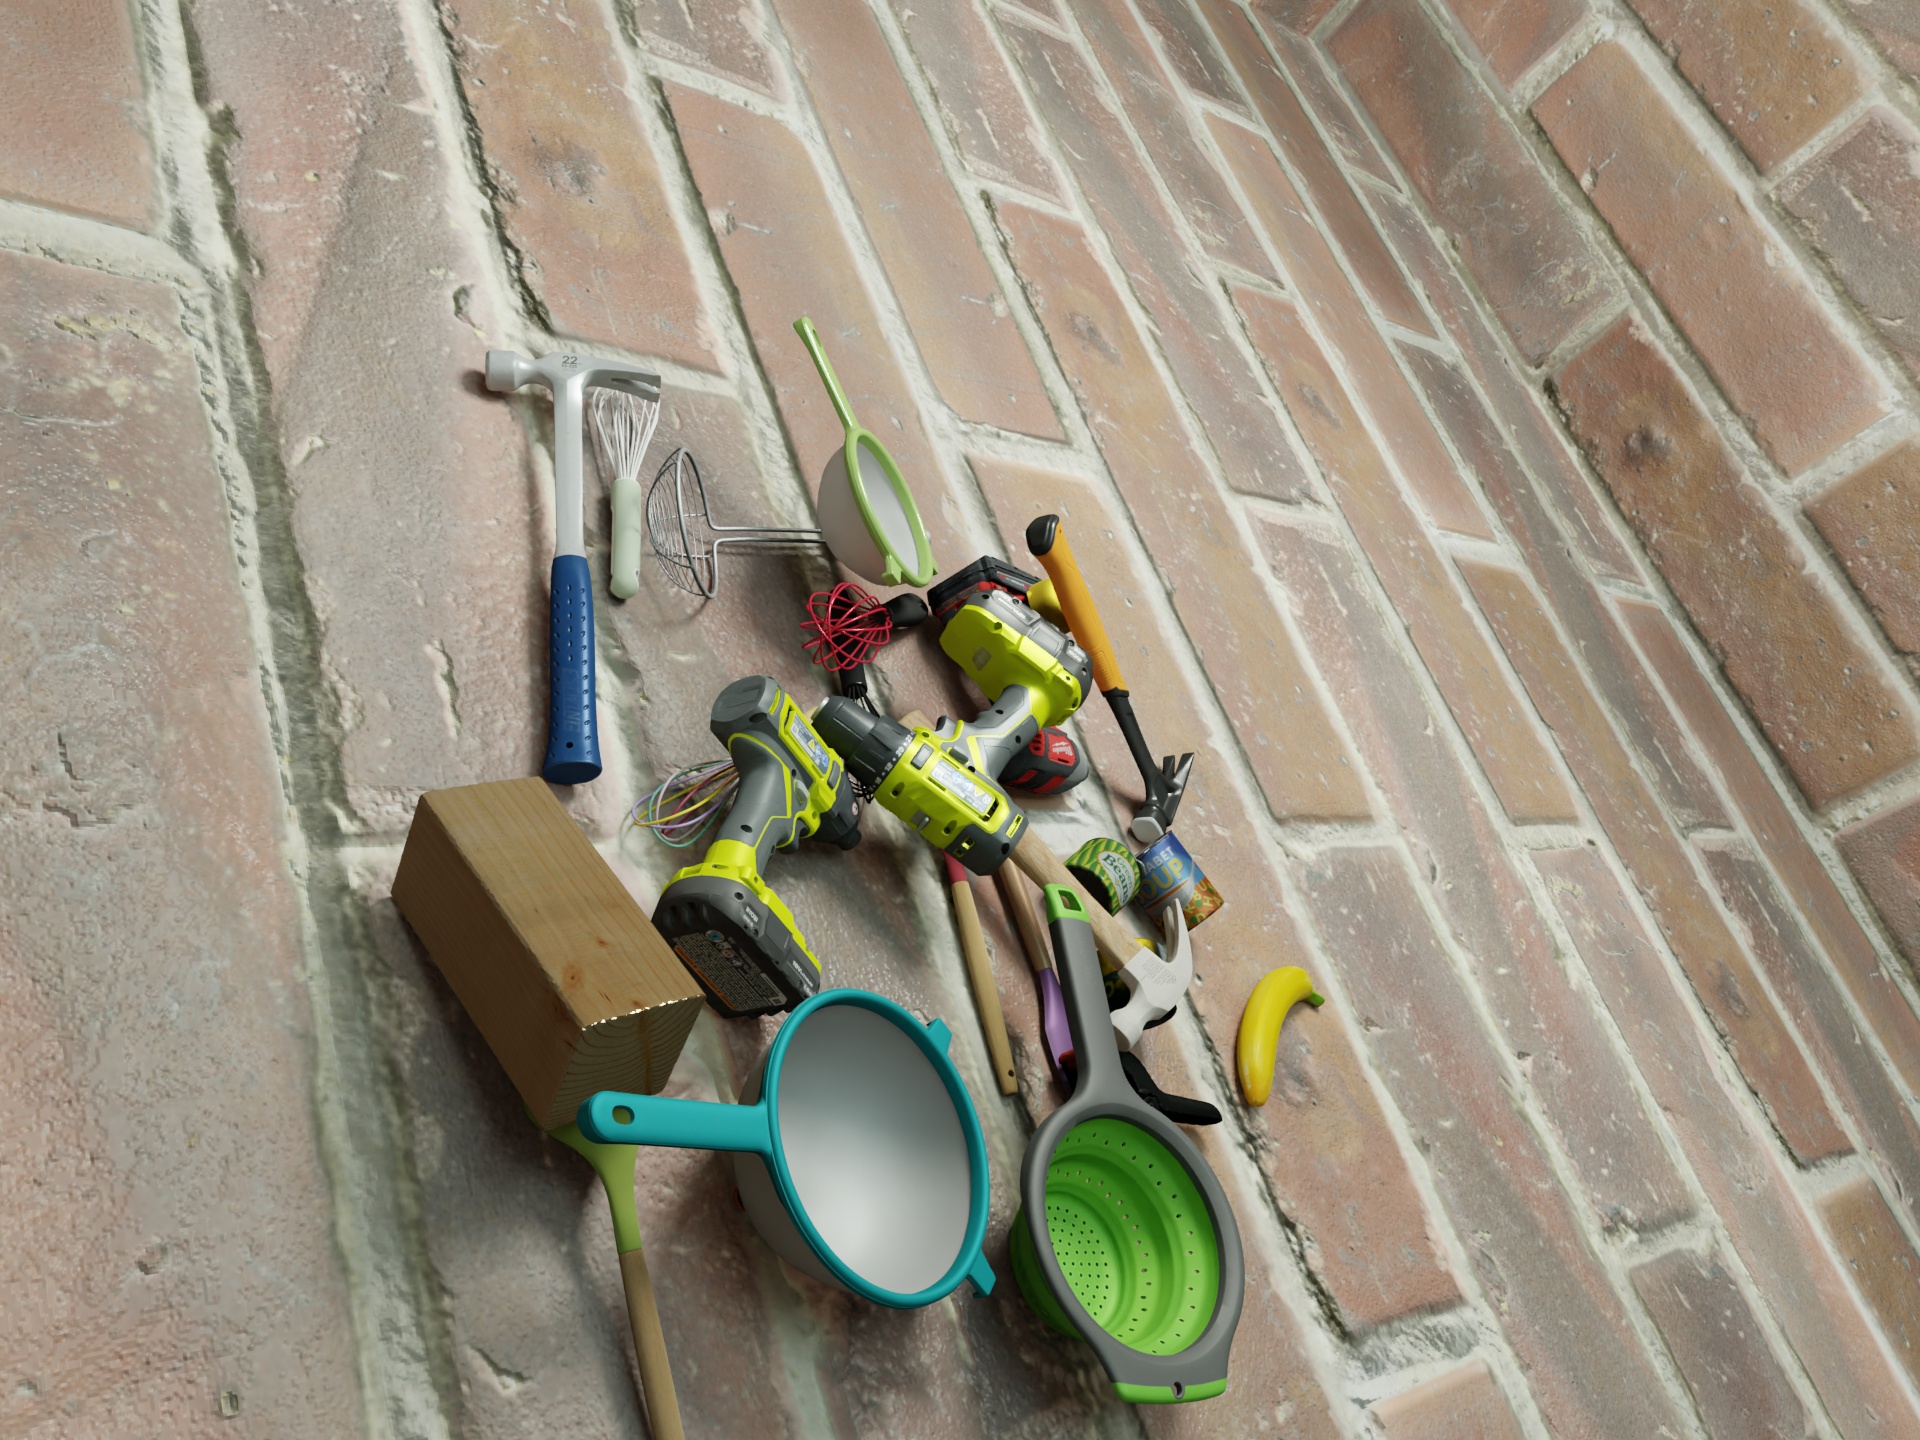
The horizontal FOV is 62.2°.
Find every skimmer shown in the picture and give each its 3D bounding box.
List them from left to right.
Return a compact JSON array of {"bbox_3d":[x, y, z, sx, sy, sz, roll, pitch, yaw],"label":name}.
[{"bbox_3d":[-0.135,-0.172,1.424,0.363,0.090,0.127,-5,85,-48],"label":"skimmer"}]

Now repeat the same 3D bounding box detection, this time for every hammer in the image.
[{"bbox_3d":[-0.301,-0.135,1.251,0.144,0.035,0.406,-1,59,-14],"label":"hammer"},{"bbox_3d":[0.065,0.116,1.343,0.331,0.031,0.130,46,57,9],"label":"hammer"},{"bbox_3d":[0.141,-0.050,1.507,0.336,0.034,0.127,64,35,-27],"label":"hammer"}]

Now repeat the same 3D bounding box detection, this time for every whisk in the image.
[{"bbox_3d":[-0.285,-0.204,1.352,0.059,0.057,0.247,-4,57,-5],"label":"whisk"},{"bbox_3d":[-0.170,0.037,1.252,0.051,0.047,0.245,49,35,3],"label":"whisk"},{"bbox_3d":[-0.093,-0.028,1.379,0.055,0.055,0.239,18,42,-33],"label":"whisk"},{"bbox_3d":[-0.075,-0.088,1.382,0.073,0.073,0.296,50,16,2],"label":"whisk"}]

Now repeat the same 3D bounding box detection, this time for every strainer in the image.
[{"bbox_3d":[-0.123,0.278,1.019,0.340,0.095,0.211,21,48,-45],"label":"strainer"},{"bbox_3d":[-0.108,-0.224,1.398,0.256,0.069,0.151,66,16,-3],"label":"strainer"}]

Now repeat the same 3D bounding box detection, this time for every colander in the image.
[{"bbox_3d":[0.091,0.318,1.211,0.204,0.094,0.398,15,51,-35],"label":"colander"}]

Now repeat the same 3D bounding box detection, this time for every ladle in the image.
[{"bbox_3d":[-0.201,0.351,0.963,0.078,0.062,0.320,2,63,-45],"label":"ladle"},{"bbox_3d":[0.007,0.160,1.328,0.069,0.031,0.316,4,57,-30],"label":"ladle"}]

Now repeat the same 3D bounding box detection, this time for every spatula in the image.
[{"bbox_3d":[0.066,0.190,1.362,0.059,0.018,0.316,4,58,-44],"label":"spatula"}]

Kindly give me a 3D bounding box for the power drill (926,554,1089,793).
[{"bbox_3d":[0.054,-0.034,1.494,0.143,0.078,0.220,17,50,-52],"label":"power drill"}]

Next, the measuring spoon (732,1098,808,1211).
[{"bbox_3d":[-0.130,0.293,1.098,0.021,0.011,0.117,53,33,-15],"label":"measuring spoon"}]

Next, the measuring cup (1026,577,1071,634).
[{"bbox_3d":[0.091,-0.072,1.478,0.062,0.029,0.157,40,36,-35],"label":"measuring cup"}]

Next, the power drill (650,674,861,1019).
[{"bbox_3d":[-0.138,0.099,1.170,0.171,0.080,0.223,56,31,-36],"label":"power drill"}]

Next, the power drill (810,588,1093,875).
[{"bbox_3d":[-0.002,-0.004,1.319,0.190,0.080,0.229,37,50,-3],"label":"power drill"}]
